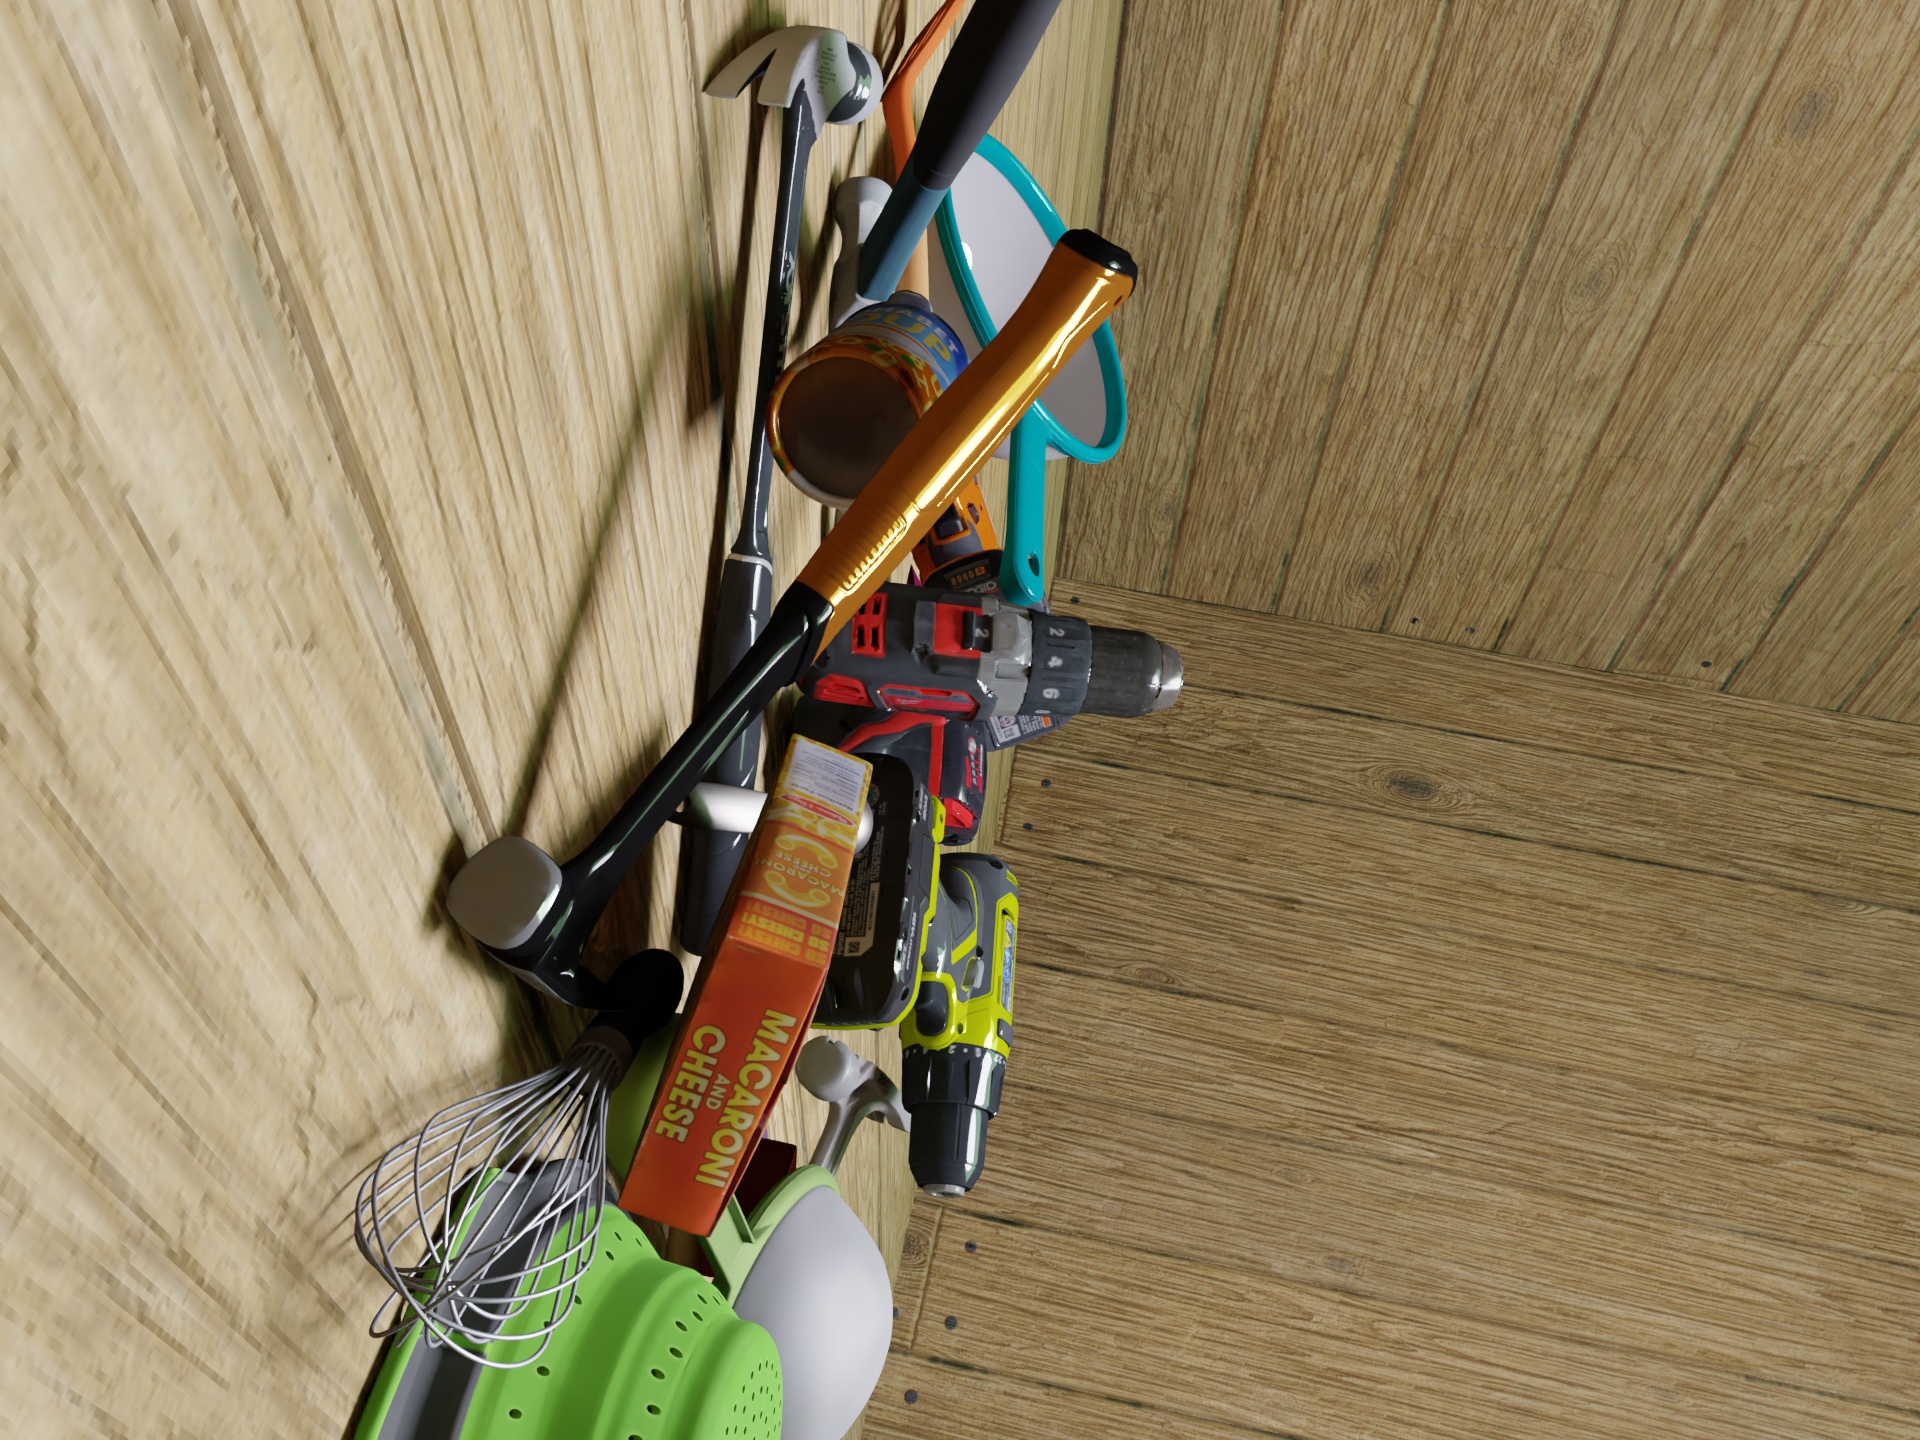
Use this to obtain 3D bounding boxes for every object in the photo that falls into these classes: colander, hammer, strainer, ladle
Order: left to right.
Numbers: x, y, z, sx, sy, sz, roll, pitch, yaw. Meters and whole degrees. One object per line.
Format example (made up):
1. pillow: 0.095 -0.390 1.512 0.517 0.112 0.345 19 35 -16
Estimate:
1. ladle: -0.146 0.250 0.771 0.078 0.062 0.320 -69 176 -45
2. colander: -0.117 0.325 0.624 0.396 0.094 0.205 85 14 -44
3. hammer: -0.118 0.350 0.836 0.149 0.037 0.359 68 41 -59
4. hammer: -0.090 -0.084 0.691 0.149 0.036 0.408 -61 161 -71
5. strainer: -0.075 0.264 0.721 0.256 0.069 0.151 85 28 -52
6. hammer: -0.043 -0.044 0.560 0.337 0.034 0.127 -52 167 -16
7. hammer: -0.007 -0.237 0.647 0.331 0.033 0.128 145 -51 -69
8. strainer: 0.009 -0.187 0.923 0.210 0.095 0.341 43 38 -41

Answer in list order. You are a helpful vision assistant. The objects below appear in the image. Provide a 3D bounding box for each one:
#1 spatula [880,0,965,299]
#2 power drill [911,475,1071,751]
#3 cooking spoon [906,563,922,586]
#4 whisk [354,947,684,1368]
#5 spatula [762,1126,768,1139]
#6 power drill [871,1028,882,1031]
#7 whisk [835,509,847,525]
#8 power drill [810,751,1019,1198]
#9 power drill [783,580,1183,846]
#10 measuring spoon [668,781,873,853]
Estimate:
1. spatula: -0.018 -0.253 0.818 0.081 0.041 0.323 -28 -122 54
2. power drill: 0.000 -0.106 1.030 0.227 0.084 0.164 -109 178 -50
3. cooking spoon: -0.037 -0.067 1.054 0.319 0.017 0.069 -58 129 -82
4. whisk: -0.132 0.130 0.546 0.285 0.070 0.070 -77 177 -81
5. spatula: -0.138 0.347 1.099 0.315 0.018 0.060 93 10 -48
6. power drill: -0.052 0.083 1.050 0.143 0.078 0.219 -4 107 -72
7. whisk: -0.056 -0.128 0.908 0.058 0.059 0.246 -60 167 -45
8. power drill: -0.026 0.135 0.837 0.228 0.080 0.191 56 34 -57
9. power drill: -0.001 -0.003 0.839 0.226 0.188 0.080 121 -27 -66
10. measuring spoon: -0.083 0.041 0.702 0.124 0.018 0.034 11 81 -46
